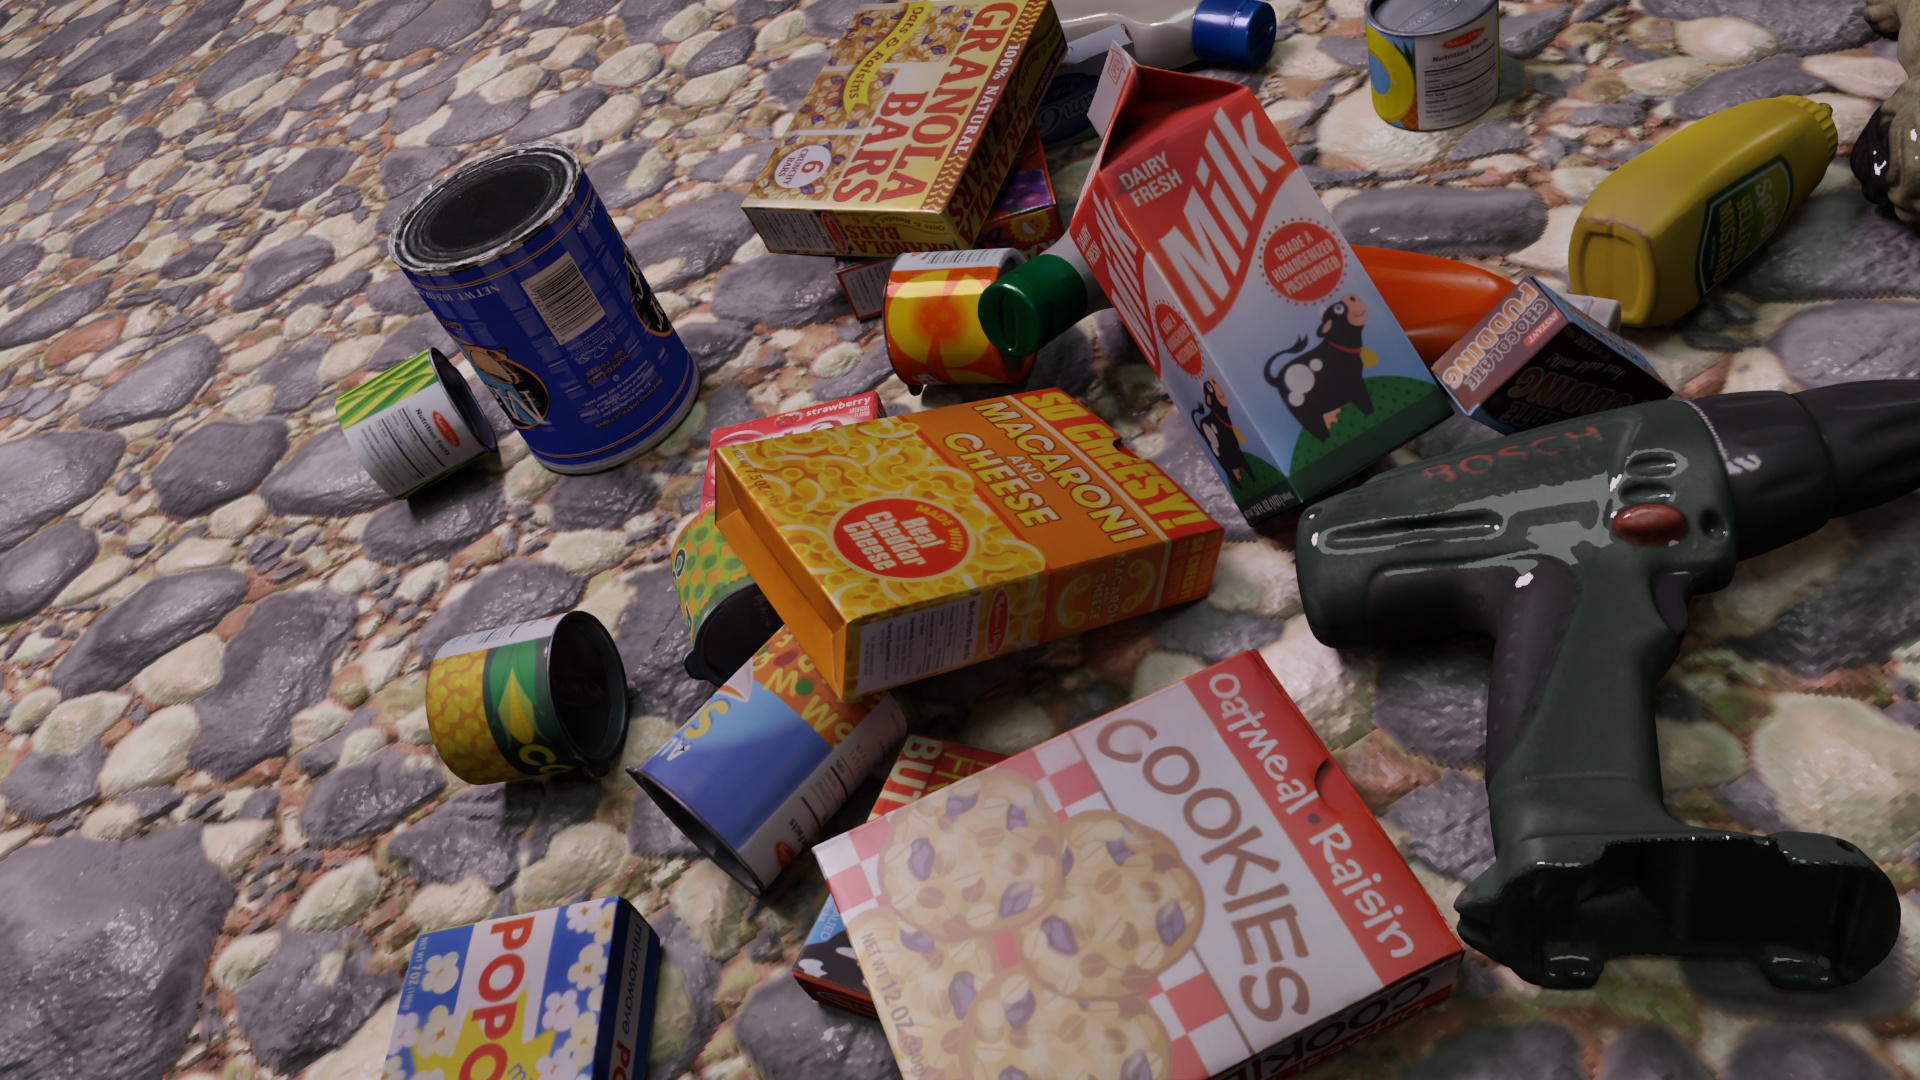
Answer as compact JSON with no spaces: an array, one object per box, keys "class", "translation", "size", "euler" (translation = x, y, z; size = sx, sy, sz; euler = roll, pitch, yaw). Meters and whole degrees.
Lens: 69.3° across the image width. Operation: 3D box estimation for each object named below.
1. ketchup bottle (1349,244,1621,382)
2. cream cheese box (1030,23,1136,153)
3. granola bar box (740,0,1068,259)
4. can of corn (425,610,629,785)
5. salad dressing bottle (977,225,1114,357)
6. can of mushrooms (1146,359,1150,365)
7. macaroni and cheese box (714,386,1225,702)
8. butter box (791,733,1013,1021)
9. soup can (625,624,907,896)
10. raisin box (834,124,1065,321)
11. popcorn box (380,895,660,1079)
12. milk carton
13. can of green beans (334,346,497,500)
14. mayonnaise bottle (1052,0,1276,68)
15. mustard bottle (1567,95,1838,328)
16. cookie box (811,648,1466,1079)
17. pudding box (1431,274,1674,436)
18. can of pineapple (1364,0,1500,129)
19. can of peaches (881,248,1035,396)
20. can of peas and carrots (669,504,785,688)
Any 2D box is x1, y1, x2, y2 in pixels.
[{"class":"ketchup bottle","translation":[0.204,-0.096,0.604],"size":[0.149,0.043,0.065],"euler":[15,56,32]},{"class":"cream cheese box","translation":[0.053,-0.255,0.805],"size":[0.104,0.053,0.024],"euler":[-19,49,4]},{"class":"granola bar box","translation":[-0.027,-0.224,0.751],"size":[0.124,0.039,0.166],"euler":[8,59,27]},{"class":"can of corn","translation":[-0.182,0.070,0.590],"size":[0.058,0.071,0.071],"euler":[-12,46,12]},{"class":"salad dressing bottle","translation":[0.067,-0.132,0.661],"size":[0.044,0.064,0.148],"euler":[20,42,36]},{"class":"can of mushrooms","translation":[0.106,-0.095,0.628],"size":[0.033,0.070,0.071],"euler":[-30,45,-8]},{"class":"macaroni and cheese box","translation":[0.002,-0.007,0.557],"size":[0.167,0.040,0.124],"euler":[-14,39,-27]},{"class":"butter box","translation":[-0.014,0.121,0.502],"size":[0.053,0.024,0.104],"euler":[9,53,27]},{"class":"soup can","translation":[-0.073,0.080,0.533],"size":[0.071,0.071,0.084],"euler":[25,61,37]},{"class":"raisin box","translation":[-0.008,-0.177,0.767],"size":[0.123,0.040,0.086],"euler":[-15,44,7]},{"class":"popcorn box","translation":[-0.156,0.193,0.481],"size":[0.085,0.038,0.127],"euler":[-13,46,10]},{"class":"milk carton","translation":[0.106,-0.107,0.559],"size":[0.073,0.072,0.190],"euler":[-30,85,-8]},{"class":"can of green beans","translation":[-0.296,-0.063,0.757],"size":[0.058,0.071,0.071],"euler":[-29,45,-5]},{"class":"mayonnaise bottle","translation":[0.118,-0.315,0.846],"size":[0.148,0.041,0.065],"euler":[22,61,34]},{"class":"mustard bottle","translation":[0.329,-0.152,0.595],"size":[0.161,0.065,0.049],"euler":[-35,42,-17]},{"class":"cookie box","translation":[0.052,0.121,0.444],"size":[0.168,0.040,0.123],"euler":[-23,52,-9]},{"class":"pudding box","translation":[0.224,-0.061,0.526],"size":[0.049,0.084,0.030],"euler":[-48,43,28]},{"class":"can of pineapple","translation":[0.247,-0.259,0.729],"size":[0.071,0.057,0.071],"euler":[-11,46,12]},{"class":"can of peaches","translation":[0.001,-0.107,0.682],"size":[0.058,0.071,0.071],"euler":[1,49,22]},{"class":"can of peas and carrots","translation":[-0.089,0.024,0.593],"size":[0.071,0.070,0.059],"euler":[-26,44,-3]}]
